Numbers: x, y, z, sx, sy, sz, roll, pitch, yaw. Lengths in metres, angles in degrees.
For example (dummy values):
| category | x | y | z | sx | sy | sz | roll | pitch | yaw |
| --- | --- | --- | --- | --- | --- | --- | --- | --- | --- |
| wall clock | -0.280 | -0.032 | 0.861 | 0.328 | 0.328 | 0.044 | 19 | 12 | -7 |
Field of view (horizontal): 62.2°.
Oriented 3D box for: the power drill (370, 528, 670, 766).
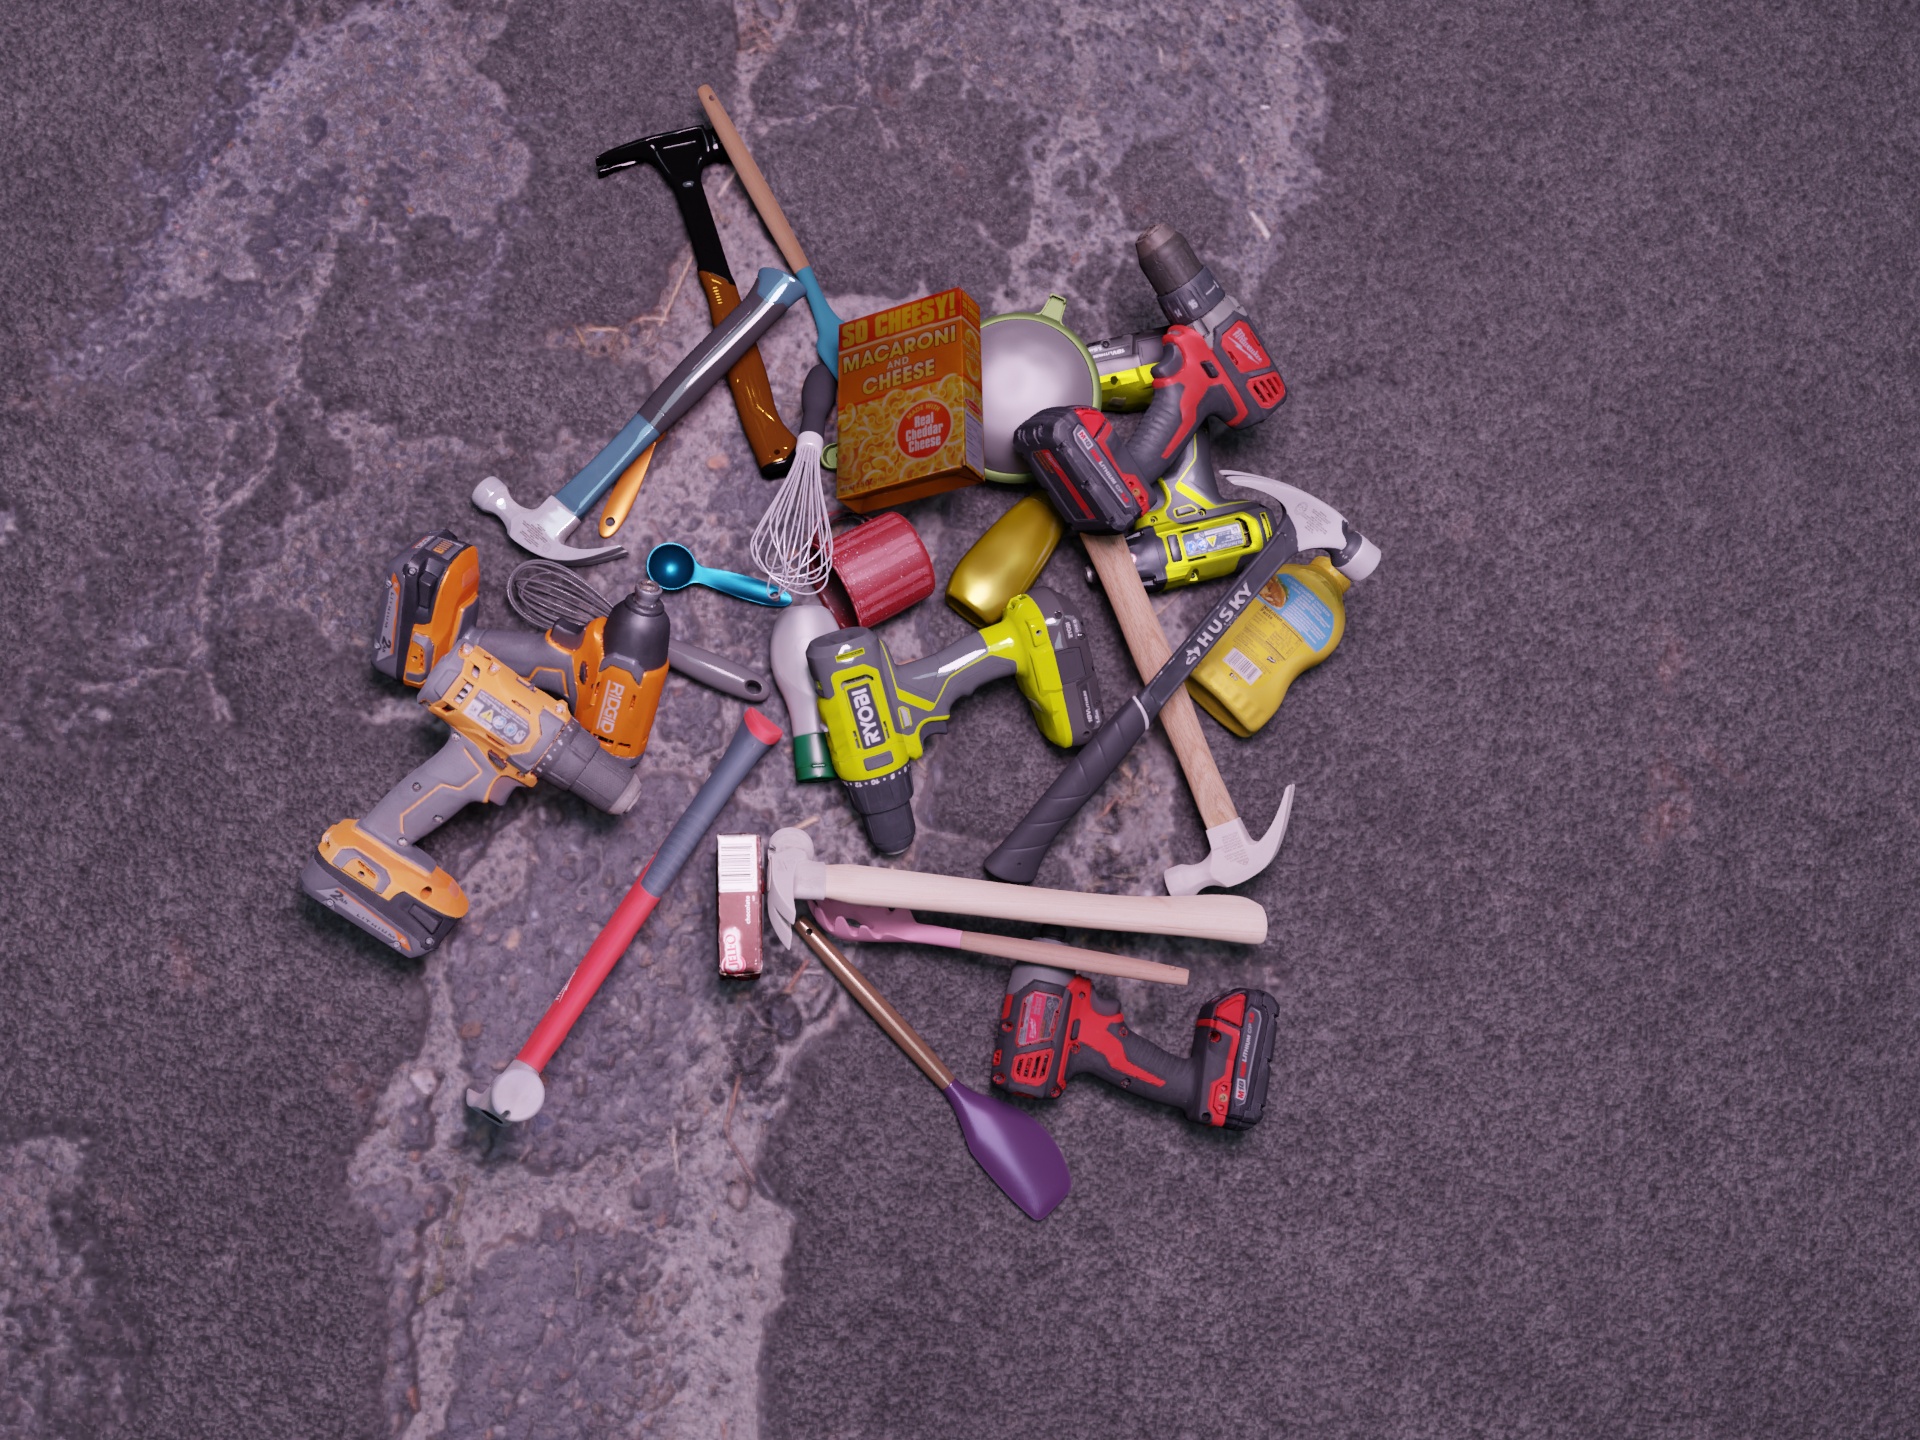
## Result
| category | x | y | z | sx | sy | sz | roll | pitch | yaw |
| --- | --- | --- | --- | --- | --- | --- | --- | --- | --- |
| power drill | -0.344 | -0.071 | 1.280 | 0.226 | 0.084 | 0.164 | 21 | 119 | -2 |

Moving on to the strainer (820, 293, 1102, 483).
| category | x | y | z | sx | sy | sz | roll | pitch | yaw |
| --- | --- | --- | --- | --- | --- | --- | --- | --- | --- |
| strainer | -0.005 | -0.268 | 1.373 | 0.256 | 0.069 | 0.151 | -17 | 86 | 7 |

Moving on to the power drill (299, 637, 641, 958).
| category | x | y | z | sx | sy | sz | roll | pitch | yaw |
| --- | --- | --- | --- | --- | --- | --- | --- | --- | --- |
| power drill | -0.379 | 0.075 | 1.247 | 0.185 | 0.084 | 0.226 | 37 | 92 | -14 |

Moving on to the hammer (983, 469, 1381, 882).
| category | x | y | z | sx | sy | sz | roll | pitch | yaw |
| --- | --- | --- | --- | --- | --- | --- | --- | --- | --- |
| hammer | 0.156 | -0.024 | 1.302 | 0.149 | 0.036 | 0.409 | 35 | 104 | -21 |

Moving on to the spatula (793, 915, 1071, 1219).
| category | x | y | z | sx | sy | sz | roll | pitch | yaw |
| --- | --- | --- | --- | --- | --- | --- | --- | --- | --- |
| spatula | -0.026 | 0.279 | 1.312 | 0.060 | 0.018 | 0.316 | -43 | 87 | -17 |

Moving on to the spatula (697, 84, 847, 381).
| category | x | y | z | sx | sy | sz | roll | pitch | yaw |
| --- | --- | --- | --- | --- | --- | --- | --- | --- | --- |
| spatula | -0.149 | -0.431 | 1.421 | 0.082 | 0.044 | 0.317 | -31 | 93 | -27 |

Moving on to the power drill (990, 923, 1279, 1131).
| category | x | y | z | sx | sy | sz | roll | pitch | yaw |
| --- | --- | --- | --- | --- | --- | --- | --- | --- | --- |
| power drill | 0.142 | 0.255 | 1.313 | 0.219 | 0.078 | 0.143 | 12 | 76 | -2 |

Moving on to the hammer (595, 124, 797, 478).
| category | x | y | z | sx | sy | sz | roll | pitch | yaw |
| --- | --- | --- | --- | --- | --- | --- | --- | --- | --- |
| hammer | -0.218 | -0.371 | 1.419 | 0.127 | 0.034 | 0.337 | -17 | 81 | -12 |

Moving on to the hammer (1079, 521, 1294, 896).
| category | x | y | z | sx | sy | sz | roll | pitch | yaw |
| --- | --- | --- | --- | --- | --- | --- | --- | --- | --- |
| hammer | 0.182 | -0.019 | 1.356 | 0.130 | 0.031 | 0.331 | -23 | 85 | 19 |

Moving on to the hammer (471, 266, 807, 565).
| category | x | y | z | sx | sy | sz | roll | pitch | yaw |
| --- | --- | --- | --- | --- | --- | --- | --- | --- | --- |
| hammer | -0.260 | -0.266 | 1.367 | 0.128 | 0.033 | 0.331 | 43 | 85 | 3 |

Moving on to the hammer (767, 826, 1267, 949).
| category | x | y | z | sx | sy | sz | roll | pitch | yaw |
| --- | --- | --- | --- | --- | --- | --- | --- | --- | --- |
| hammer | 0.050 | 0.151 | 1.277 | 0.410 | 0.146 | 0.038 | 7 | 110 | -10 |

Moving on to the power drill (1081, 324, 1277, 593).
| category | x | y | z | sx | sy | sz | roll | pitch | yaw |
| --- | --- | --- | --- | --- | --- | --- | --- | --- | --- |
| power drill | 0.174 | -0.228 | 1.419 | 0.171 | 0.080 | 0.223 | -13 | 83 | -5 |

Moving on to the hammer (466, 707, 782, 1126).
| category | x | y | z | sx | sy | sz | roll | pitch | yaw |
| --- | --- | --- | --- | --- | --- | --- | --- | --- | --- |
| hammer | -0.264 | 0.151 | 1.280 | 0.038 | 0.143 | 0.386 | 38 | 64 | -13 |

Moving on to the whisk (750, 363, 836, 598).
| category | x | y | z | sx | sy | sz | roll | pitch | yaw |
| --- | --- | --- | --- | --- | --- | --- | --- | --- | --- |
| whisk | -0.131 | -0.209 | 1.339 | 0.070 | 0.070 | 0.285 | 8 | 49 | -6 |

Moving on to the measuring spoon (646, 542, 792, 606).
| category | x | y | z | sx | sy | sz | roll | pitch | yaw |
| --- | --- | --- | --- | --- | --- | --- | --- | --- | --- |
| measuring spoon | -0.209 | -0.119 | 1.378 | 0.128 | 0.021 | 0.042 | 16 | 75 | -13 |

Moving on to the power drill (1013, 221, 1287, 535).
| category | x | y | z | sx | sy | sz | roll | pitch | yaw |
| --- | --- | --- | --- | --- | --- | --- | --- | --- | --- |
| power drill | 0.152 | -0.282 | 1.322 | 0.227 | 0.080 | 0.187 | -42 | 110 | -15 |

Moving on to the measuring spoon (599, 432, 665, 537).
| category | x | y | z | sx | sy | sz | roll | pitch | yaw |
| --- | --- | --- | --- | --- | --- | --- | --- | --- | --- |
| measuring spoon | -0.287 | -0.211 | 1.387 | 0.021 | 0.011 | 0.117 | 23 | 76 | -2 |

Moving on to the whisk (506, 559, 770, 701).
| category | x | y | z | sx | sy | sz | roll | pitch | yaw |
| --- | --- | --- | --- | --- | --- | --- | --- | --- | --- |
| whisk | -0.270 | -0.072 | 1.345 | 0.239 | 0.055 | 0.055 | 25 | 76 | -6 |

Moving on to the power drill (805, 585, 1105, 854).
| category | x | y | z | sx | sy | sz | roll | pitch | yaw |
| --- | --- | --- | --- | --- | --- | --- | --- | --- | --- |
| power drill | -0.002 | -0.004 | 1.332 | 0.228 | 0.080 | 0.190 | -18 | 107 | -12 |

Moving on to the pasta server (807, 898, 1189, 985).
| category | x | y | z | sx | sy | sz | roll | pitch | yaw |
| --- | --- | --- | --- | --- | --- | --- | --- | --- | --- |
| pasta server | 0.028 | 0.177 | 1.291 | 0.316 | 0.060 | 0.040 | 8 | 120 | 11 |
